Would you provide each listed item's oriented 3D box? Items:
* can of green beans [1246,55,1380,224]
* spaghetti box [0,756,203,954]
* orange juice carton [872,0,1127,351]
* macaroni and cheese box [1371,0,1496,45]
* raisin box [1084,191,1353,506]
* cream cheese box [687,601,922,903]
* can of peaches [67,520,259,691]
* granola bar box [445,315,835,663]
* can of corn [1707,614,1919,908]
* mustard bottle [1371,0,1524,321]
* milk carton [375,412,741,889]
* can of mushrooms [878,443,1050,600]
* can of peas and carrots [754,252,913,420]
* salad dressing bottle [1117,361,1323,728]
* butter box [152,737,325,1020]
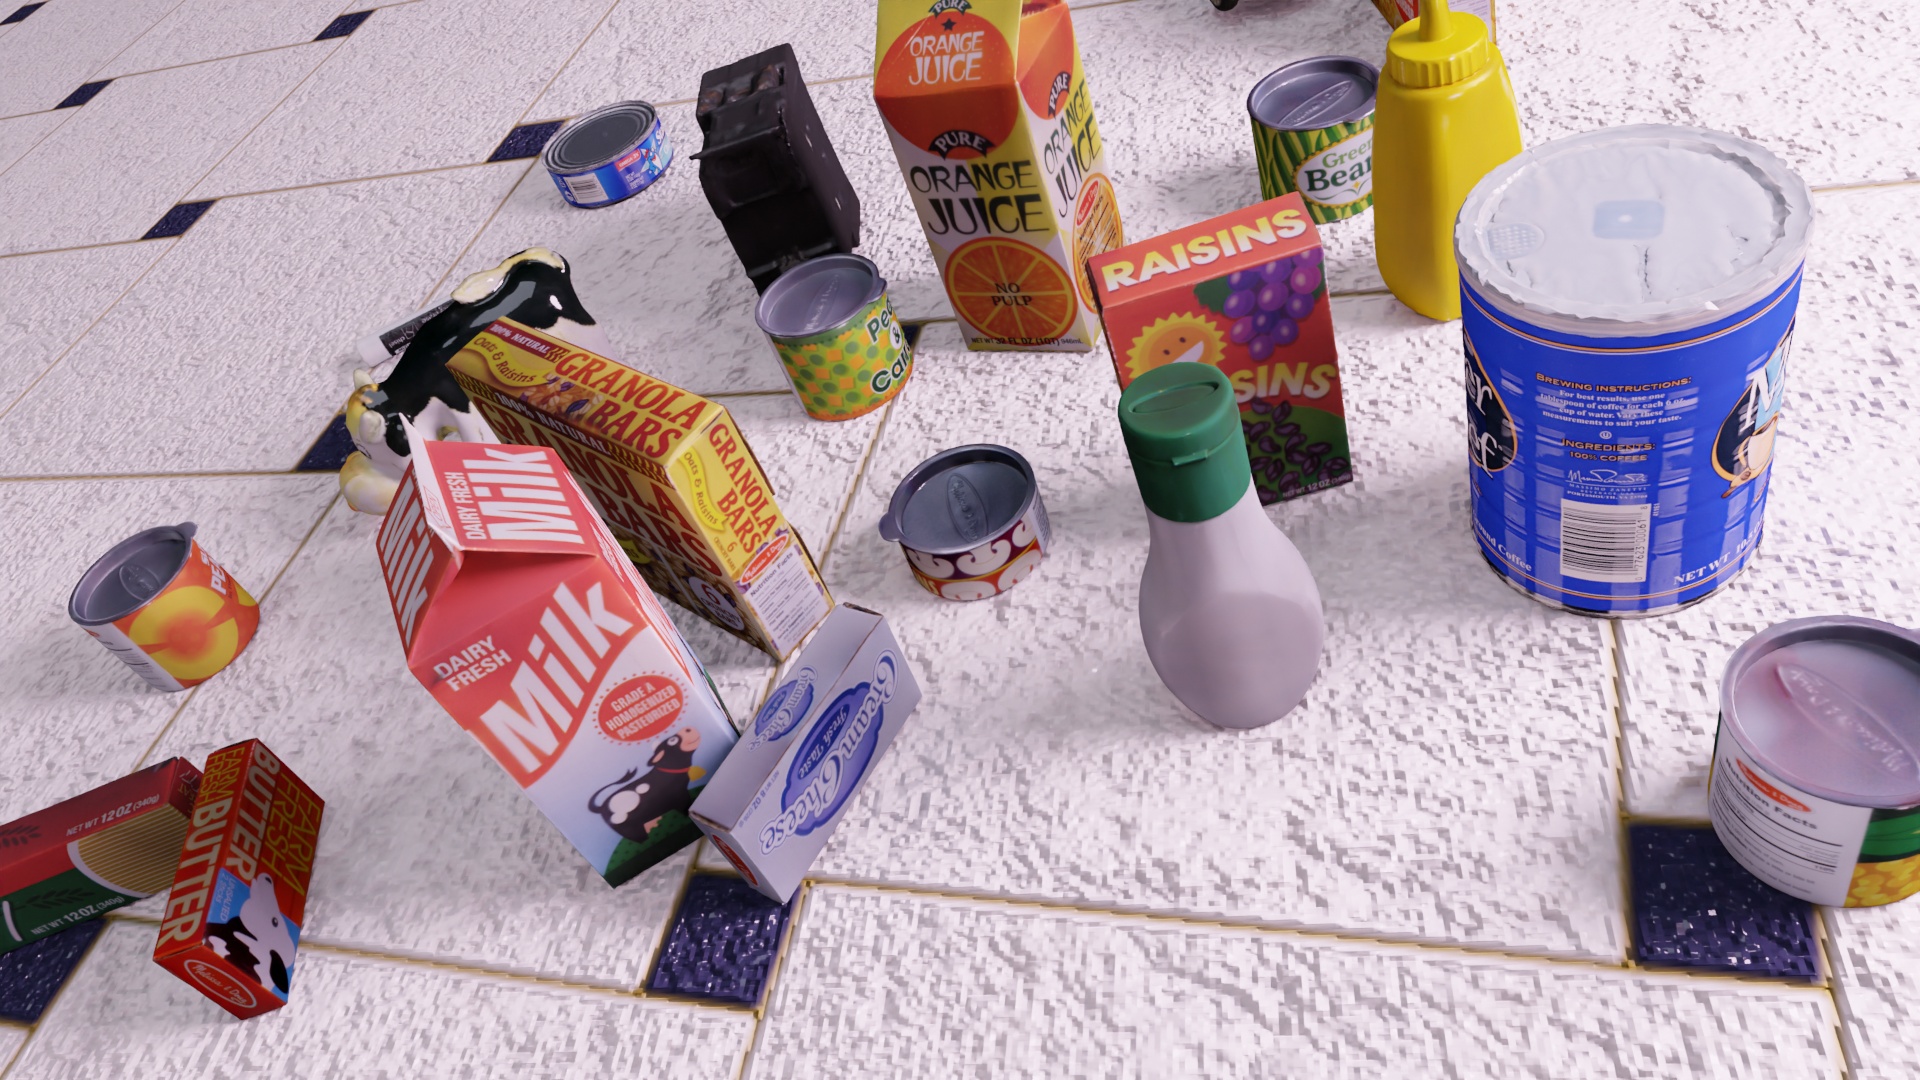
[{"bbox_3d":[0.182,-0.203,0.705,0.071,0.057,0.071,-12,44,12],"label":"can of green beans"},{"bbox_3d":[-0.443,0.162,0.610,0.250,0.050,0.029,-22,43,1],"label":"spaghetti box"},{"bbox_3d":[0.020,-0.185,0.657,0.072,0.191,0.073,4,50,26],"label":"orange juice carton"},{"bbox_3d":[0.247,-0.356,0.751,0.040,0.165,0.124,-16,44,7],"label":"macaroni and cheese box"},{"bbox_3d":[0.106,-0.068,0.556,0.086,0.122,0.040,-16,44,8],"label":"raisin box"},{"bbox_3d":[-0.056,0.080,0.529,0.024,0.053,0.104,13,54,32],"label":"cream cheese box"},{"bbox_3d":[-0.406,0.034,0.715,0.071,0.057,0.071,-12,44,12],"label":"can of peaches"},{"bbox_3d":[-0.142,-0.025,0.616,0.166,0.123,0.039,23,60,38],"label":"granola bar box"},{"bbox_3d":[0.261,0.064,0.410,0.071,0.058,0.071,-12,44,12],"label":"can of corn"},{"bbox_3d":[0.206,-0.170,0.589,0.065,0.159,0.049,-37,45,-14],"label":"mustard bottle"},{"bbox_3d":[-0.147,0.038,0.507,0.073,0.189,0.072,-31,44,-8],"label":"milk carton"},{"bbox_3d":[0.002,-0.008,0.605,0.071,0.033,0.071,-12,44,12],"label":"can of mushrooms"},{"bbox_3d":[-0.061,-0.104,0.708,0.071,0.058,0.071,-12,44,12],"label":"can of peas and carrots"},{"bbox_3d":[0.087,0.005,0.475,0.064,0.147,0.044,-14,44,9],"label":"salad dressing bottle"},{"bbox_3d":[-0.293,0.137,0.571,0.024,0.053,0.104,-20,43,4],"label":"butter box"}]
